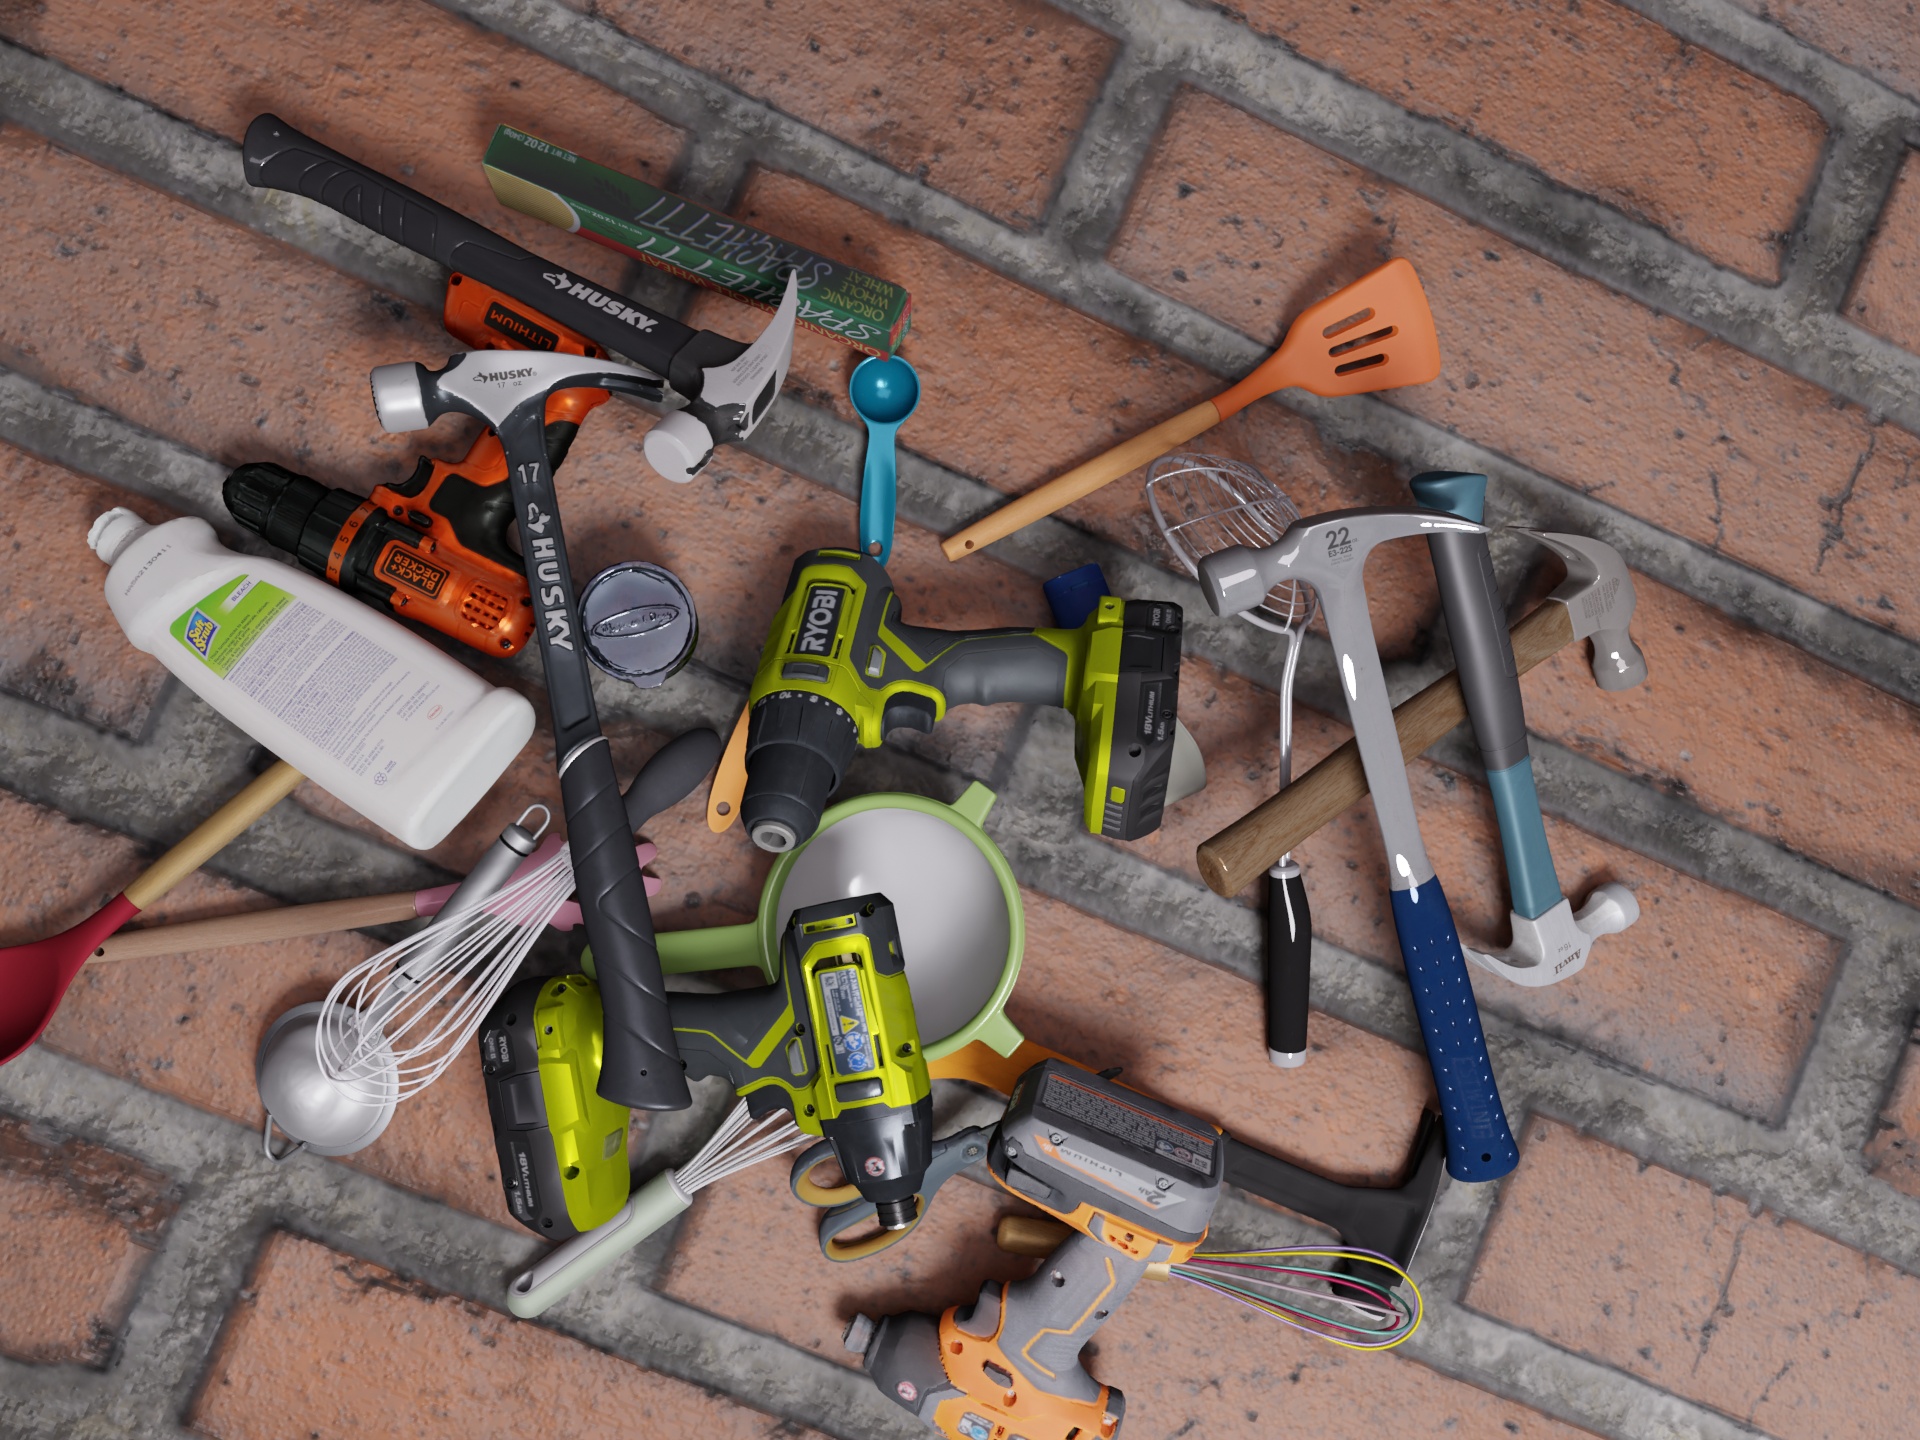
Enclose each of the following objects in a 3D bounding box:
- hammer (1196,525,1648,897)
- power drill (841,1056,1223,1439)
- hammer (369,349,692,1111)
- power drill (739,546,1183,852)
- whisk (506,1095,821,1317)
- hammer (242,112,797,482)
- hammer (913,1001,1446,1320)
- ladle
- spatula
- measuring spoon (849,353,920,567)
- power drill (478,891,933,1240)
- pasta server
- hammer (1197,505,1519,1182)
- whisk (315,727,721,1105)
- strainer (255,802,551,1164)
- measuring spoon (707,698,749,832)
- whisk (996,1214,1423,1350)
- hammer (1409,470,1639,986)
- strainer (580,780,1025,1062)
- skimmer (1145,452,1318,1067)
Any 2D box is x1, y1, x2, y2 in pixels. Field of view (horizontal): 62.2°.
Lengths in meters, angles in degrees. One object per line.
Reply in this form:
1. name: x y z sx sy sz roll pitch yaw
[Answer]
1. hammer: 0.267 -0.003 0.916 0.331 0.031 0.130 -32 115 -18
2. power drill: 0.036 0.305 0.875 0.164 0.084 0.226 22 109 5
3. hammer: -0.193 -0.001 0.820 0.149 0.036 0.409 -11 81 -13
4. power drill: -0.001 -0.003 0.853 0.228 0.080 0.191 6 49 5
5. whisk: -0.153 0.258 0.900 0.246 0.058 0.059 -36 123 -3
6. hammer: -0.243 -0.248 0.855 0.335 0.035 0.146 28 54 9
7. hammer: 0.123 0.235 0.940 0.337 0.034 0.127 23 86 -6
8. ladle: -0.432 0.079 0.869 0.315 0.031 0.069 -42 70 -13
9. spatula: 0.134 -0.173 0.951 0.322 0.041 0.081 -28 117 -5
10. measuring spoon: -0.048 -0.151 0.943 0.042 0.021 0.128 4 97 -4
11. power drill: -0.128 0.196 0.844 0.223 0.080 0.171 -12 85 9
12. pasta server: -0.329 0.106 0.893 0.316 0.040 0.060 -8 89 -3
13. hammer: 0.250 0.076 0.866 0.144 0.035 0.405 -20 109 -1
14. whisk: -0.220 0.092 0.840 0.070 0.070 0.285 47 53 -4
15. strainer: -0.307 0.145 0.863 0.087 0.050 0.258 39 92 6
16. measuring spoon: -0.124 0.010 0.930 0.021 0.011 0.117 20 89 -7
17. whisk: 0.142 0.321 0.916 0.245 0.051 0.047 8 119 7
18. hammer: 0.309 0.009 0.904 0.128 0.033 0.330 -29 114 -20
19. strainer: -0.086 0.123 0.911 0.256 0.069 0.151 -8 86 10
20. skimmer: 0.164 0.025 0.937 0.090 0.127 0.363 5 104 33
